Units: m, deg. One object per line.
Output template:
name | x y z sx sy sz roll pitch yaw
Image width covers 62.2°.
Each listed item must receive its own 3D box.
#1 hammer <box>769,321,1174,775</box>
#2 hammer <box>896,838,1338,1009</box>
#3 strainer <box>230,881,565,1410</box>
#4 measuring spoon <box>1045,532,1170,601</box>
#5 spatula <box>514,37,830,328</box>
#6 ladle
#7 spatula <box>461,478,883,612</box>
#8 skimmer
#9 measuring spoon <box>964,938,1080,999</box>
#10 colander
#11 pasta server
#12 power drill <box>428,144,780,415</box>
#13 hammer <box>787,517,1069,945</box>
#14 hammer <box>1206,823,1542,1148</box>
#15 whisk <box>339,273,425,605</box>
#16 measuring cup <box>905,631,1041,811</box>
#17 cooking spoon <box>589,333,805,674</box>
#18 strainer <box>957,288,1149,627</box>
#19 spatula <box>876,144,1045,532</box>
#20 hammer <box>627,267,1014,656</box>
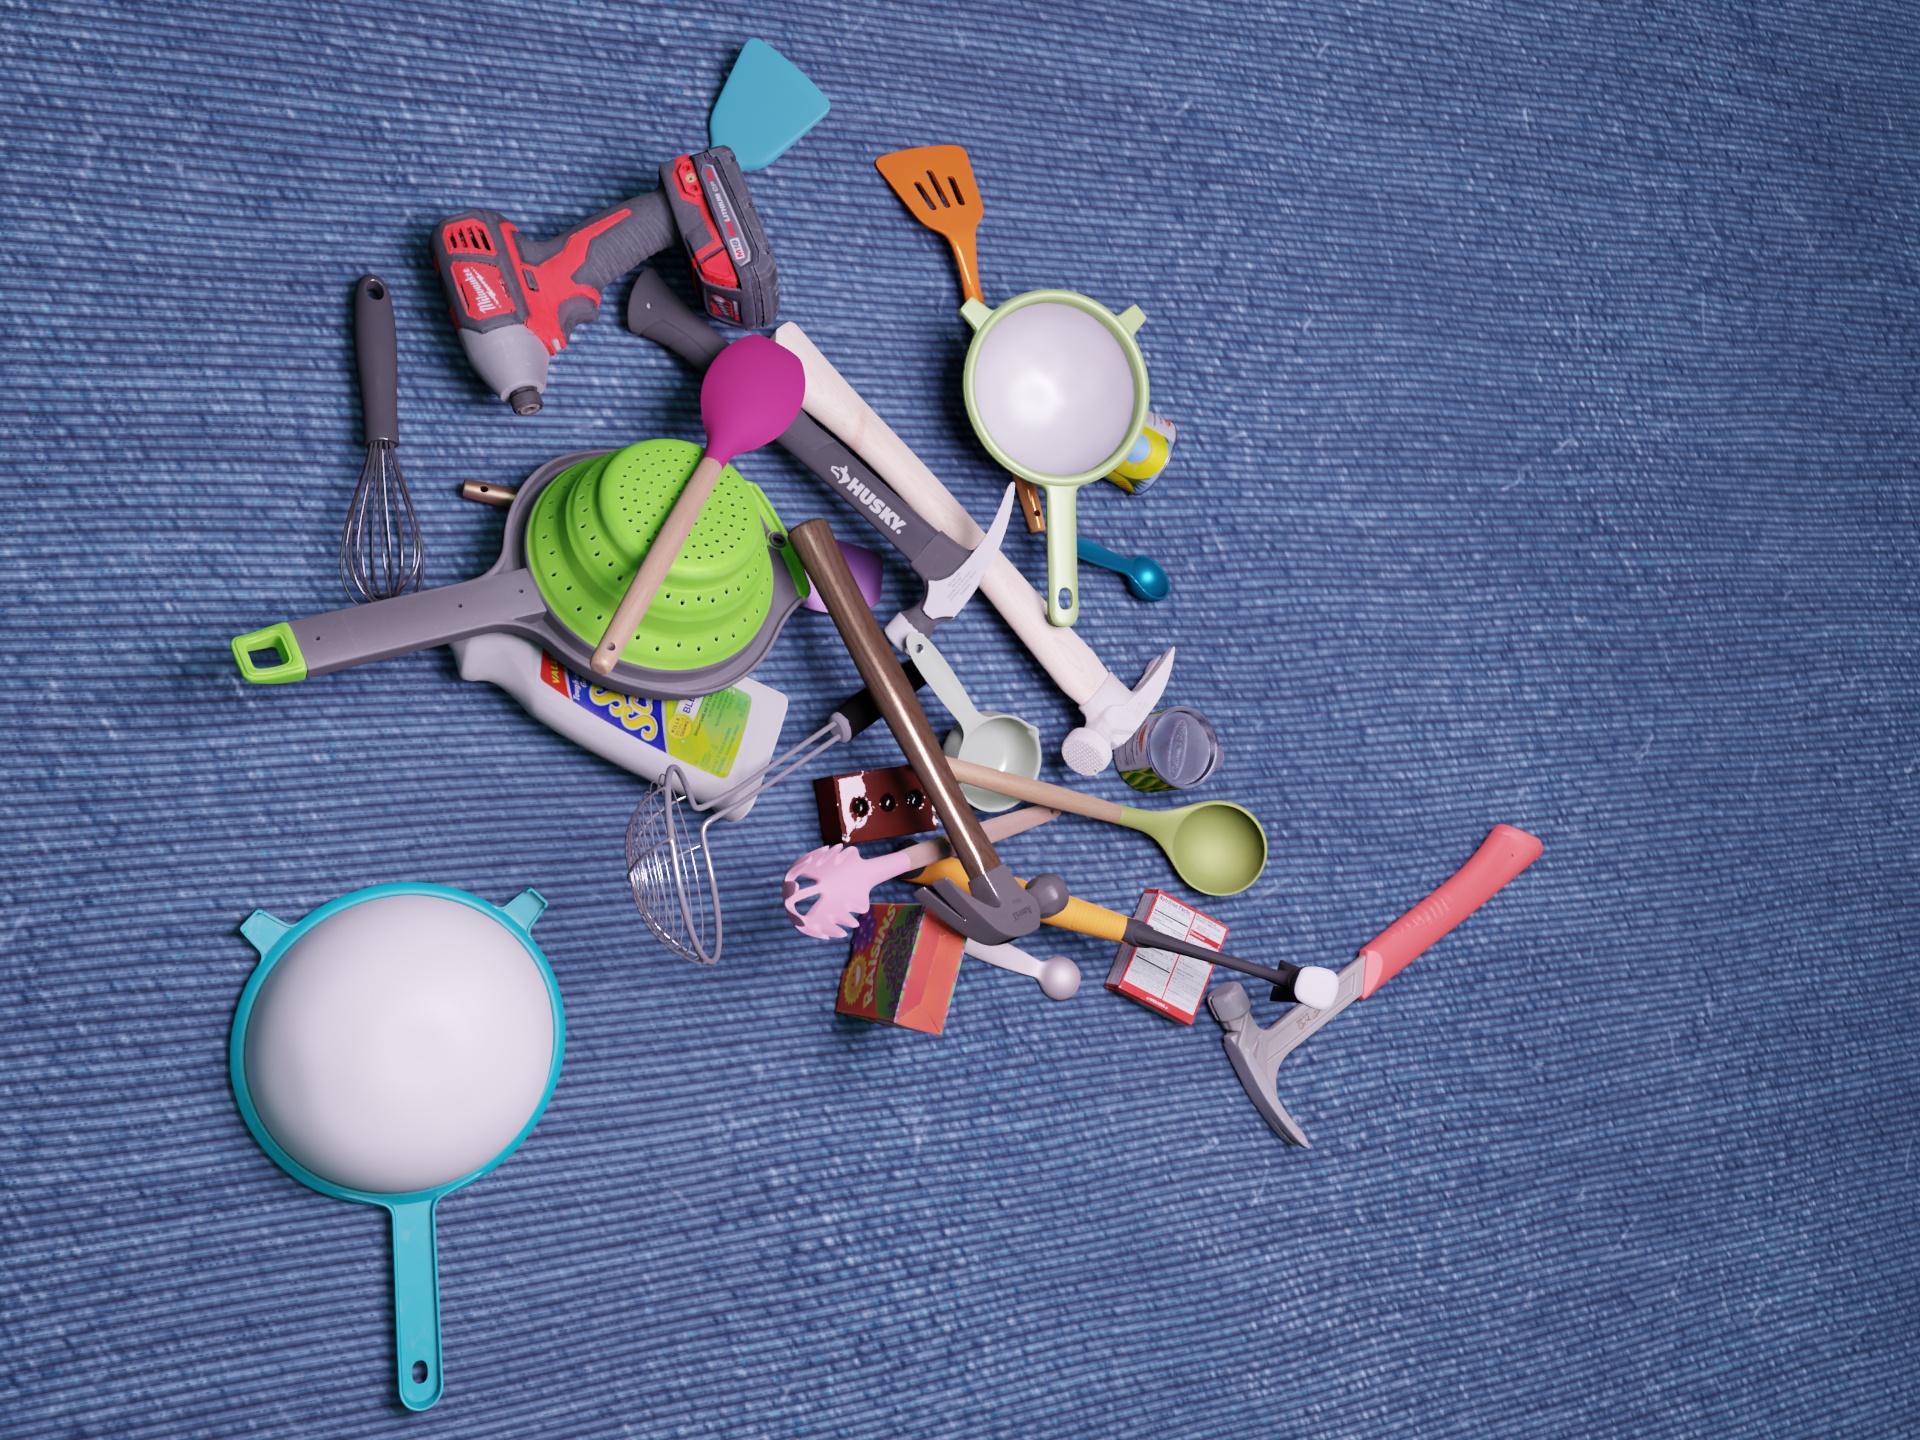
hammer | 0.004 -0.149 1.236 0.410 0.038 0.146 47 50 -8
hammer | 0.112 0.155 1.213 0.337 0.127 0.034 18 82 -2
strainer | -0.350 0.273 1.016 0.211 0.095 0.340 -2 84 -24
measuring spoon | 0.115 -0.125 1.289 0.128 0.021 0.042 18 53 -30
spatula | -0.229 -0.375 1.165 0.082 0.044 0.317 42 71 2
ladle | 0.106 0.072 1.230 0.320 0.062 0.078 17 103 -30
spatula | -0.203 -0.132 1.164 0.315 0.018 0.060 12 75 -23
skimmer | -0.097 0.035 1.085 0.363 0.090 0.127 -37 124 -46
measuring spoon | 0.042 0.185 1.235 0.124 0.018 0.034 25 76 -18
colander | -0.266 -0.102 1.040 0.397 0.094 0.205 -19 74 -35
pasta server | -0.018 0.095 1.140 0.316 0.040 0.060 -14 93 -50
power drill | -0.243 -0.302 1.101 0.219 0.078 0.143 -19 81 -8
hammer | -0.037 0.006 1.122 0.130 0.031 0.331 -19 79 -57
hammer | 0.375 0.206 1.367 0.359 0.037 0.149 -32 97 -22
whisk | -0.395 -0.188 1.076 0.055 0.055 0.239 -2 81 -23
measuring cup | -0.002 -0.004 1.205 0.083 0.038 0.167 -42 117 -16
cooking spoon | -0.173 -0.151 1.045 0.068 0.017 0.319 28 53 -11
strainer | 0.068 -0.200 1.237 0.151 0.069 0.256 -2 92 -17
spatula | 0.016 -0.307 1.276 0.081 0.041 0.322 -18 96 -23
hammer | -0.110 -0.209 1.165 0.335 0.035 0.146 42 100 -2
